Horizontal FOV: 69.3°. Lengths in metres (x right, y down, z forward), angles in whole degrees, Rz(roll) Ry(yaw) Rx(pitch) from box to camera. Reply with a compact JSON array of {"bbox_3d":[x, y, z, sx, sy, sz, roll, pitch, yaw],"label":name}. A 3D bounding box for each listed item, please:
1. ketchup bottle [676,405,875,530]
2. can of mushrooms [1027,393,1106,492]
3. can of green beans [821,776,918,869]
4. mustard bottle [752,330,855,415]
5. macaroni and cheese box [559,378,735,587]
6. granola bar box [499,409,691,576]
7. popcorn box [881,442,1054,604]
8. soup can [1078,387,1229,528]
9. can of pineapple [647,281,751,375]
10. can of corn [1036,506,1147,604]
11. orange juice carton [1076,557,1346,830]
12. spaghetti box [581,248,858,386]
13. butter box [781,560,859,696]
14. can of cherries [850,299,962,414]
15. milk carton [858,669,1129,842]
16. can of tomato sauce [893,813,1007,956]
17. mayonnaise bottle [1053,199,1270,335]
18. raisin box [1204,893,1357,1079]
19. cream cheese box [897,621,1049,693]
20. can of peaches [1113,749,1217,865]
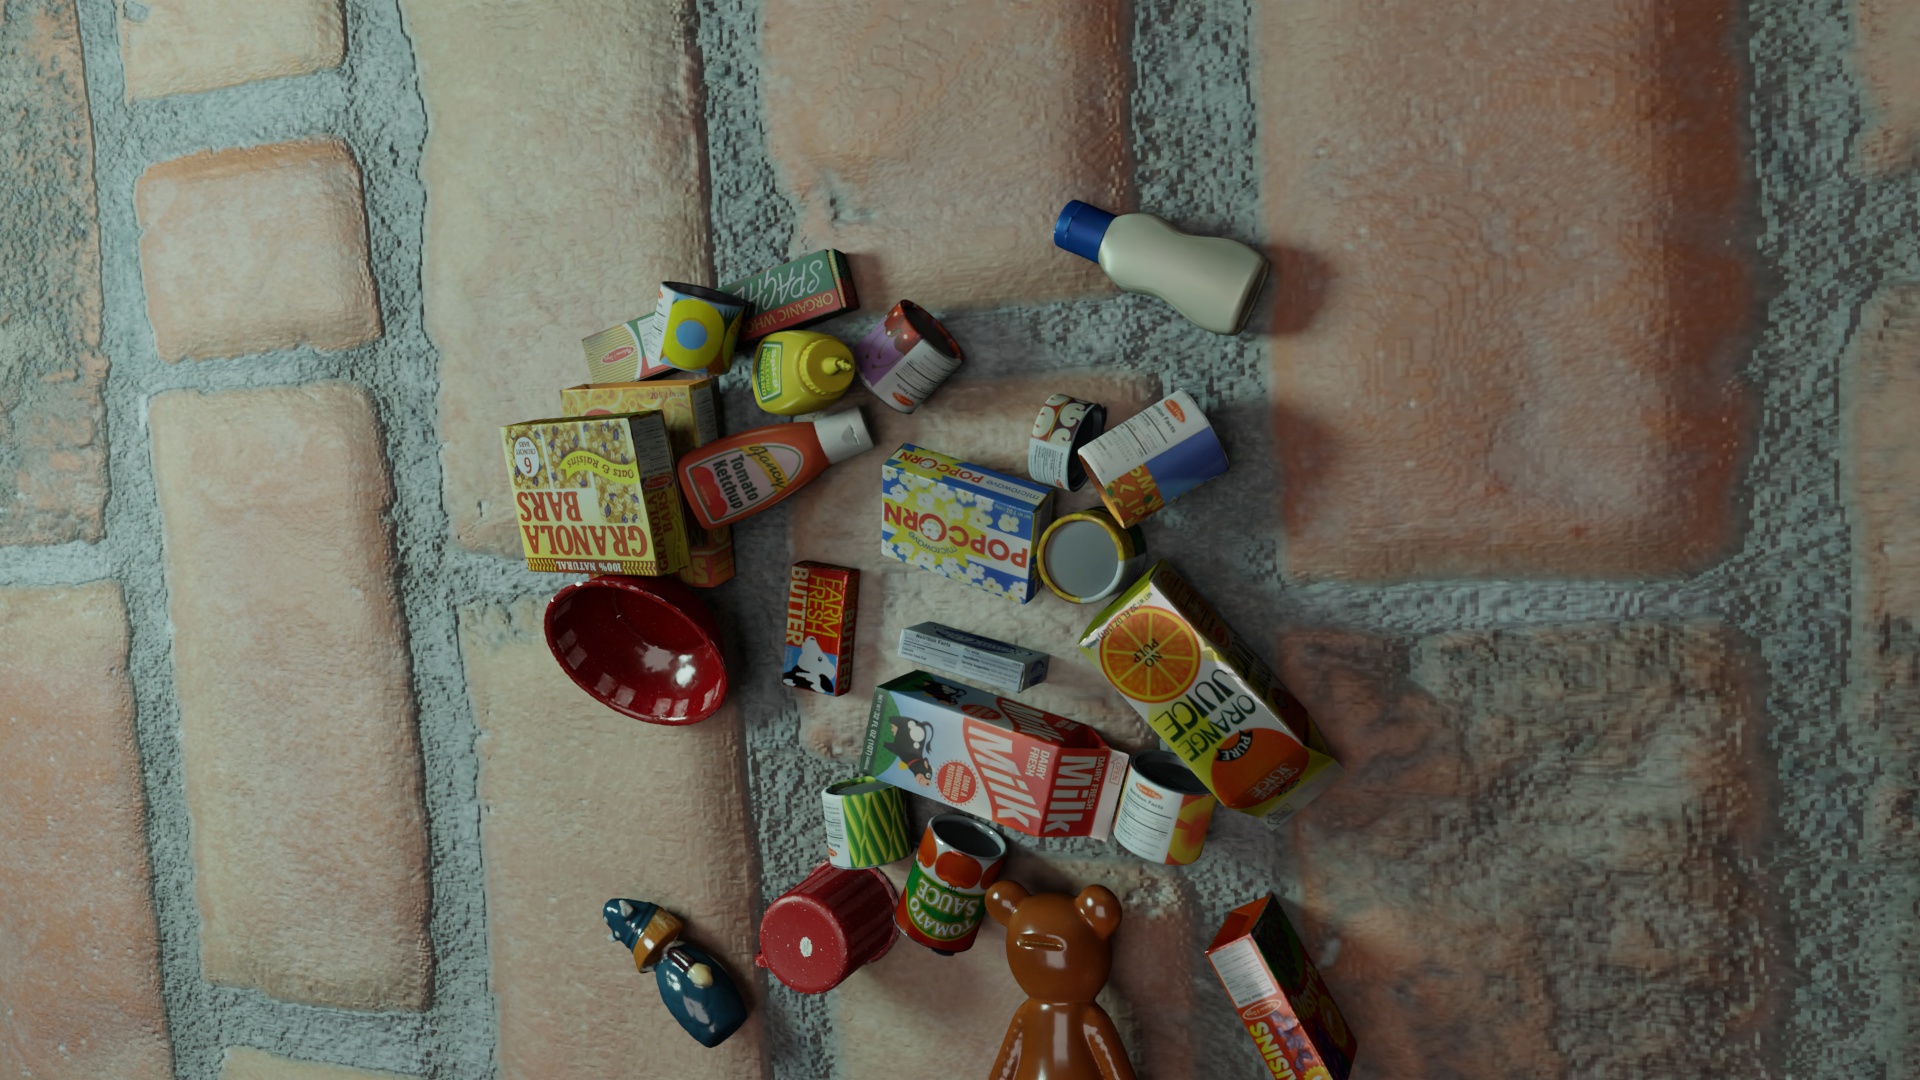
[{"bbox_3d":[-0.141,-0.062,1.081,0.149,0.043,0.064,-21,105,1],"label":"ketchup bottle"},{"bbox_3d":[0.077,-0.072,1.000,0.033,0.071,0.071,17,102,22],"label":"can of mushrooms"},{"bbox_3d":[-0.073,0.220,1.092,0.071,0.071,0.057,-6,93,24],"label":"can of green beans"},{"bbox_3d":[-0.113,-0.128,1.036,0.160,0.049,0.065,-176,86,-65],"label":"mustard bottle"},{"bbox_3d":[-0.256,-0.047,1.144,0.124,0.040,0.166,0,105,21],"label":"macaroni and cheese box"},{"bbox_3d":[-0.289,-0.037,1.098,0.165,0.039,0.124,1,104,39],"label":"granola bar box"},{"bbox_3d":[0.004,-0.013,1.034,0.127,0.038,0.084,19,129,20],"label":"popcorn box"},{"bbox_3d":[0.134,-0.054,0.962,0.084,0.071,0.071,-31,83,1],"label":"soup can"},{"bbox_3d":[-0.203,-0.164,1.077,0.071,0.071,0.057,21,106,20],"label":"can of pineapple"},{"bbox_3d":[0.093,0.009,1.003,0.071,0.058,0.071,3,96,23],"label":"can of corn"},{"bbox_3d":[0.176,0.111,0.963,0.071,0.073,0.193,-44,87,20],"label":"orange juice carton"},{"bbox_3d":[-0.197,-0.175,1.126,0.250,0.029,0.050,-14,90,24],"label":"spaghetti box"},{"bbox_3d":[-0.112,0.070,1.116,0.053,0.024,0.103,10,99,23],"label":"butter box"},{"bbox_3d":[-0.042,-0.140,1.043,0.058,0.071,0.071,-44,78,21],"label":"can of cherries"},{"bbox_3d":[0.028,0.162,1.038,0.191,0.073,0.072,17,102,21],"label":"milk carton"},{"bbox_3d":[-0.007,0.263,1.066,0.071,0.071,0.083,24,104,19],"label":"can of tomato sauce"},{"bbox_3d":[0.138,-0.197,0.974,0.148,0.041,0.064,27,104,20],"label":"mayonnaise bottle"},{"bbox_3d":[0.224,0.320,0.964,0.040,0.086,0.123,-32,83,21],"label":"raisin box"},{"bbox_3d":[0.010,0.087,1.050,0.104,0.053,0.024,14,100,21],"label":"cream cheese box"},{"bbox_3d":[0.149,0.190,0.994,0.071,0.071,0.058,18,106,21],"label":"can of peaches"}]
